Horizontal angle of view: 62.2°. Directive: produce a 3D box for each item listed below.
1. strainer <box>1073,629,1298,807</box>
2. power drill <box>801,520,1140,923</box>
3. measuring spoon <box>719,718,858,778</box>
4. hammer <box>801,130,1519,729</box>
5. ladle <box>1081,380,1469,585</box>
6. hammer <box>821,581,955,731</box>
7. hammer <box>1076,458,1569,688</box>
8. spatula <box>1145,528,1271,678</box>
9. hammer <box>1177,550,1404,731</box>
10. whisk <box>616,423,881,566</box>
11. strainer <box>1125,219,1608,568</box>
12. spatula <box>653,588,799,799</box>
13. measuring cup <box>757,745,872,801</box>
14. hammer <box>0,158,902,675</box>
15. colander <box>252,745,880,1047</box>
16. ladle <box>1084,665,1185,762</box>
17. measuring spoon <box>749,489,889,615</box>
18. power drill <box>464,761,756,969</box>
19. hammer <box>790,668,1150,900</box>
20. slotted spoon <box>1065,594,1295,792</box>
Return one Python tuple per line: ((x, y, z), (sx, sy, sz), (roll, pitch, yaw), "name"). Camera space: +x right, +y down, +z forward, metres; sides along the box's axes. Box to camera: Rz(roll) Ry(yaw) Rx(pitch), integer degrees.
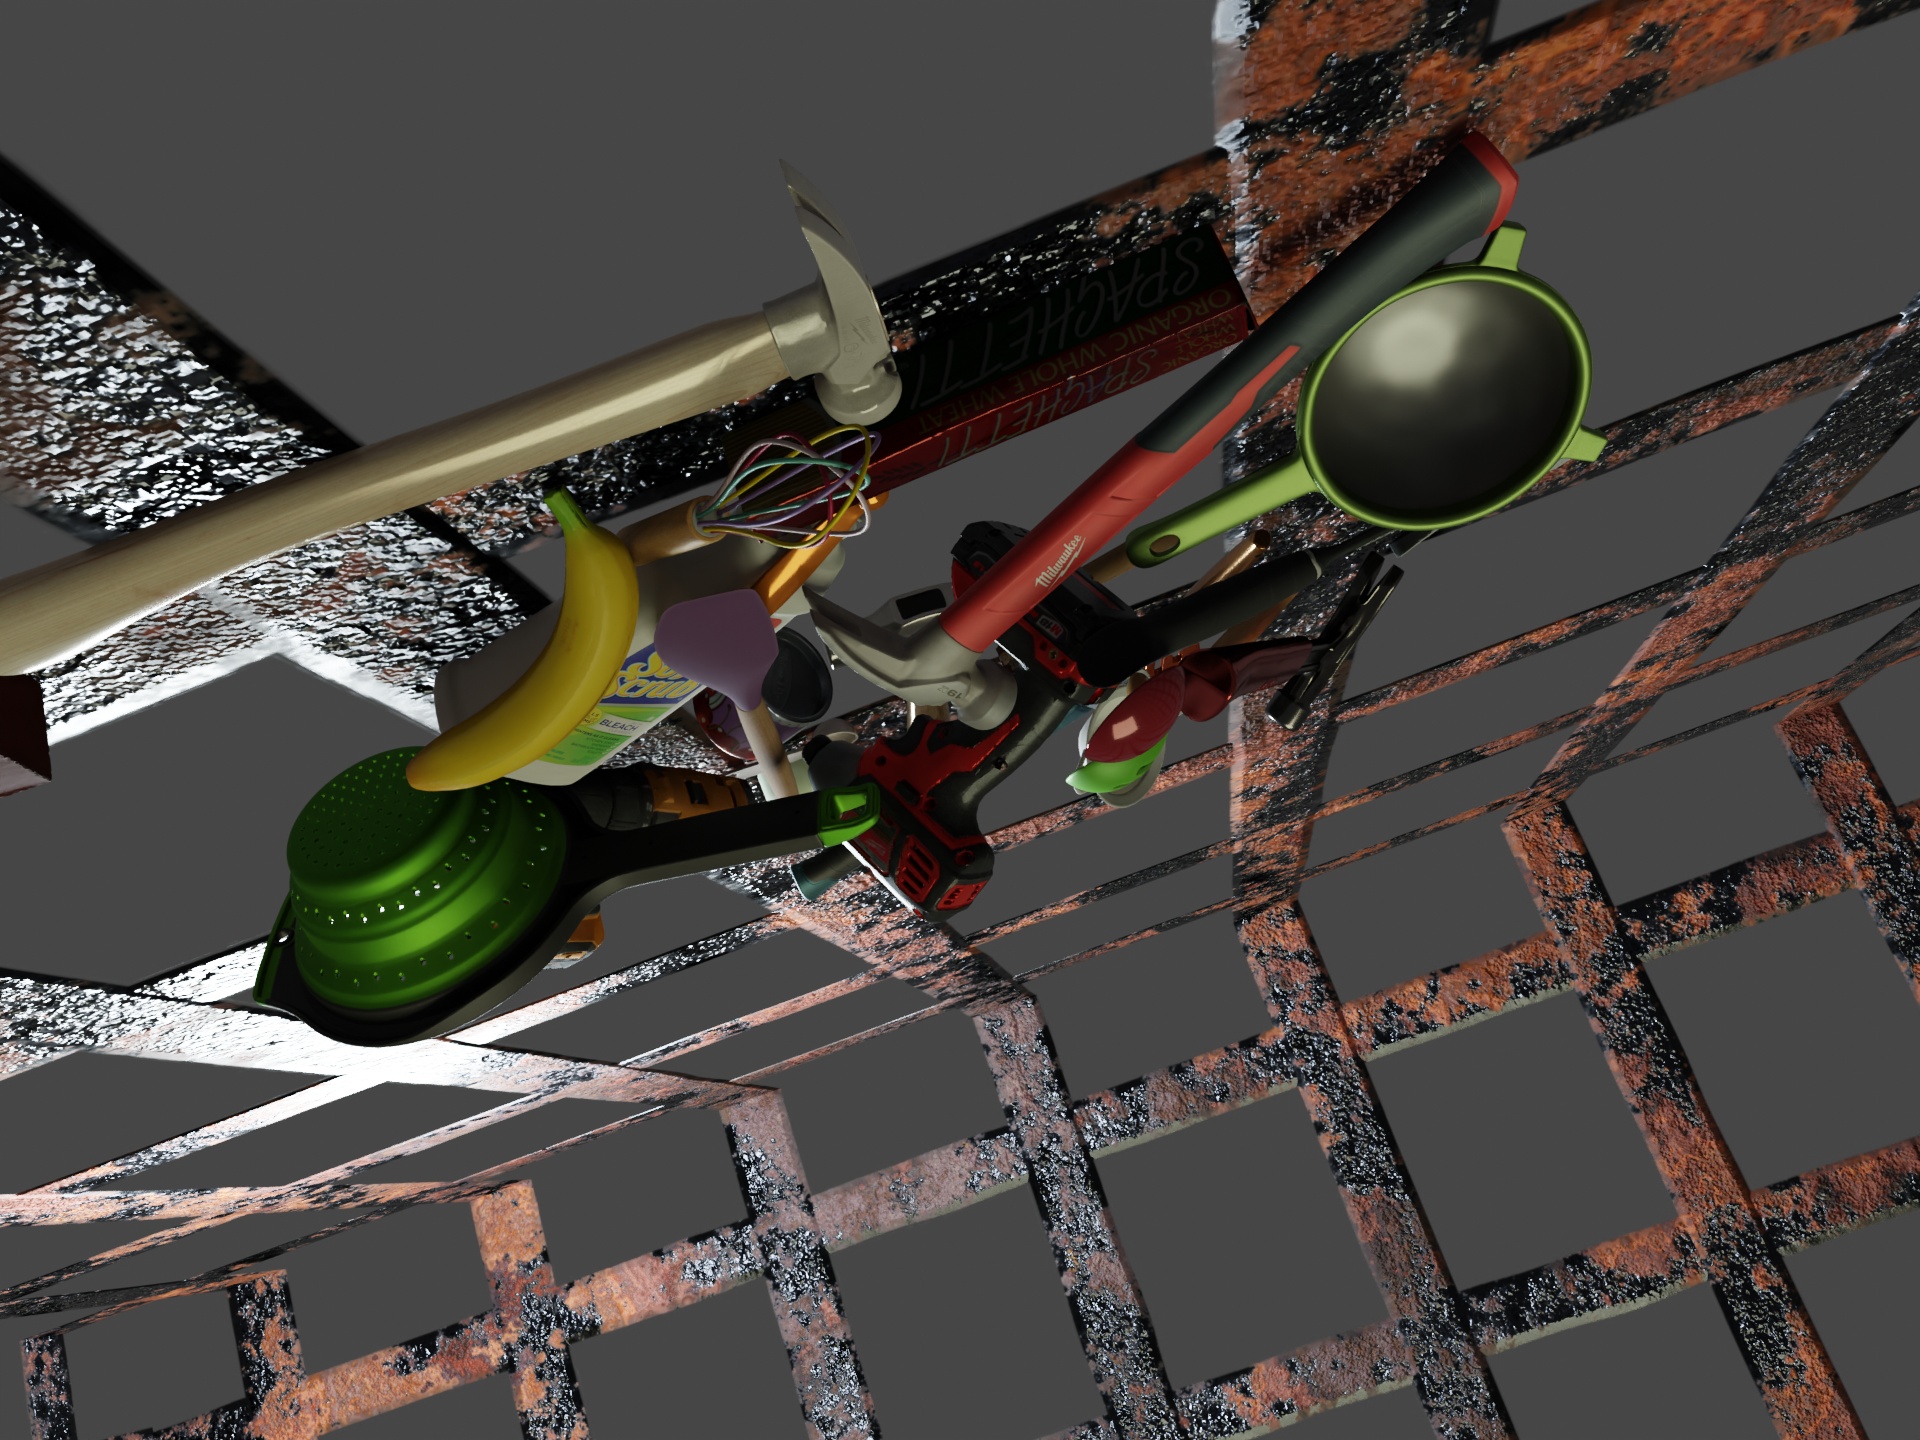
((0.160, -0.011, 1.151), (0.258, 0.086, 0.050), (-29, -156, -31), "strainer")
((-0.002, -0.003, 0.948), (0.219, 0.143, 0.078), (-55, 155, 17), "power drill")
((-0.132, 0.022, 1.175), (0.124, 0.018, 0.034), (-19, 160, 22), "measuring spoon")
((0.095, -0.141, 0.772), (0.386, 0.038, 0.143), (-41, 137, 22), "hammer")
((0.170, -0.125, 0.982), (0.320, 0.062, 0.078), (-27, 168, 31), "ladle")
((-0.021, -0.008, 1.133), (0.130, 0.031, 0.331), (-19, 158, -7), "hammer")
((0.216, -0.097, 0.958), (0.409, 0.036, 0.149), (-25, 174, -38), "hammer")
((0.165, -0.073, 1.107), (0.081, 0.041, 0.322), (-16, 172, -9), "spatula")
((0.219, -0.047, 1.071), (0.149, 0.037, 0.359), (-59, 162, 17), "hammer")
((-0.104, -0.089, 0.697), (0.051, 0.047, 0.245), (-8, -178, -32), "whisk")
((0.202, -0.158, 0.854), (0.256, 0.069, 0.151), (-26, 126, 19), "strainer")
((-0.118, -0.002, 0.895), (0.060, 0.018, 0.315), (-13, 159, -3), "spatula")
((-0.075, 0.041, 1.242), (0.167, 0.038, 0.083), (-9, 159, -28), "measuring cup")
((-0.229, -0.107, 0.649), (0.410, 0.038, 0.146), (-20, 161, 1), "hammer")
((-0.247, 0.066, 0.928), (0.397, 0.205, 0.094), (-12, 132, 9), "colander")
((0.106, -0.012, 0.947), (0.069, 0.031, 0.315), (-44, 180, 8), "ladle")
((-0.075, -0.078, 0.779), (0.021, 0.011, 0.117), (24, 127, -38), "measuring spoon")
((-0.282, 0.101, 1.145), (0.226, 0.084, 0.185), (-34, 156, 28), "power drill")
((0.000, 0.043, 1.181), (0.331, 0.033, 0.128), (-34, 158, 21), "hammer")
((0.169, -0.035, 1.077), (0.314, 0.031, 0.070), (-41, -178, -41), "slotted spoon")
